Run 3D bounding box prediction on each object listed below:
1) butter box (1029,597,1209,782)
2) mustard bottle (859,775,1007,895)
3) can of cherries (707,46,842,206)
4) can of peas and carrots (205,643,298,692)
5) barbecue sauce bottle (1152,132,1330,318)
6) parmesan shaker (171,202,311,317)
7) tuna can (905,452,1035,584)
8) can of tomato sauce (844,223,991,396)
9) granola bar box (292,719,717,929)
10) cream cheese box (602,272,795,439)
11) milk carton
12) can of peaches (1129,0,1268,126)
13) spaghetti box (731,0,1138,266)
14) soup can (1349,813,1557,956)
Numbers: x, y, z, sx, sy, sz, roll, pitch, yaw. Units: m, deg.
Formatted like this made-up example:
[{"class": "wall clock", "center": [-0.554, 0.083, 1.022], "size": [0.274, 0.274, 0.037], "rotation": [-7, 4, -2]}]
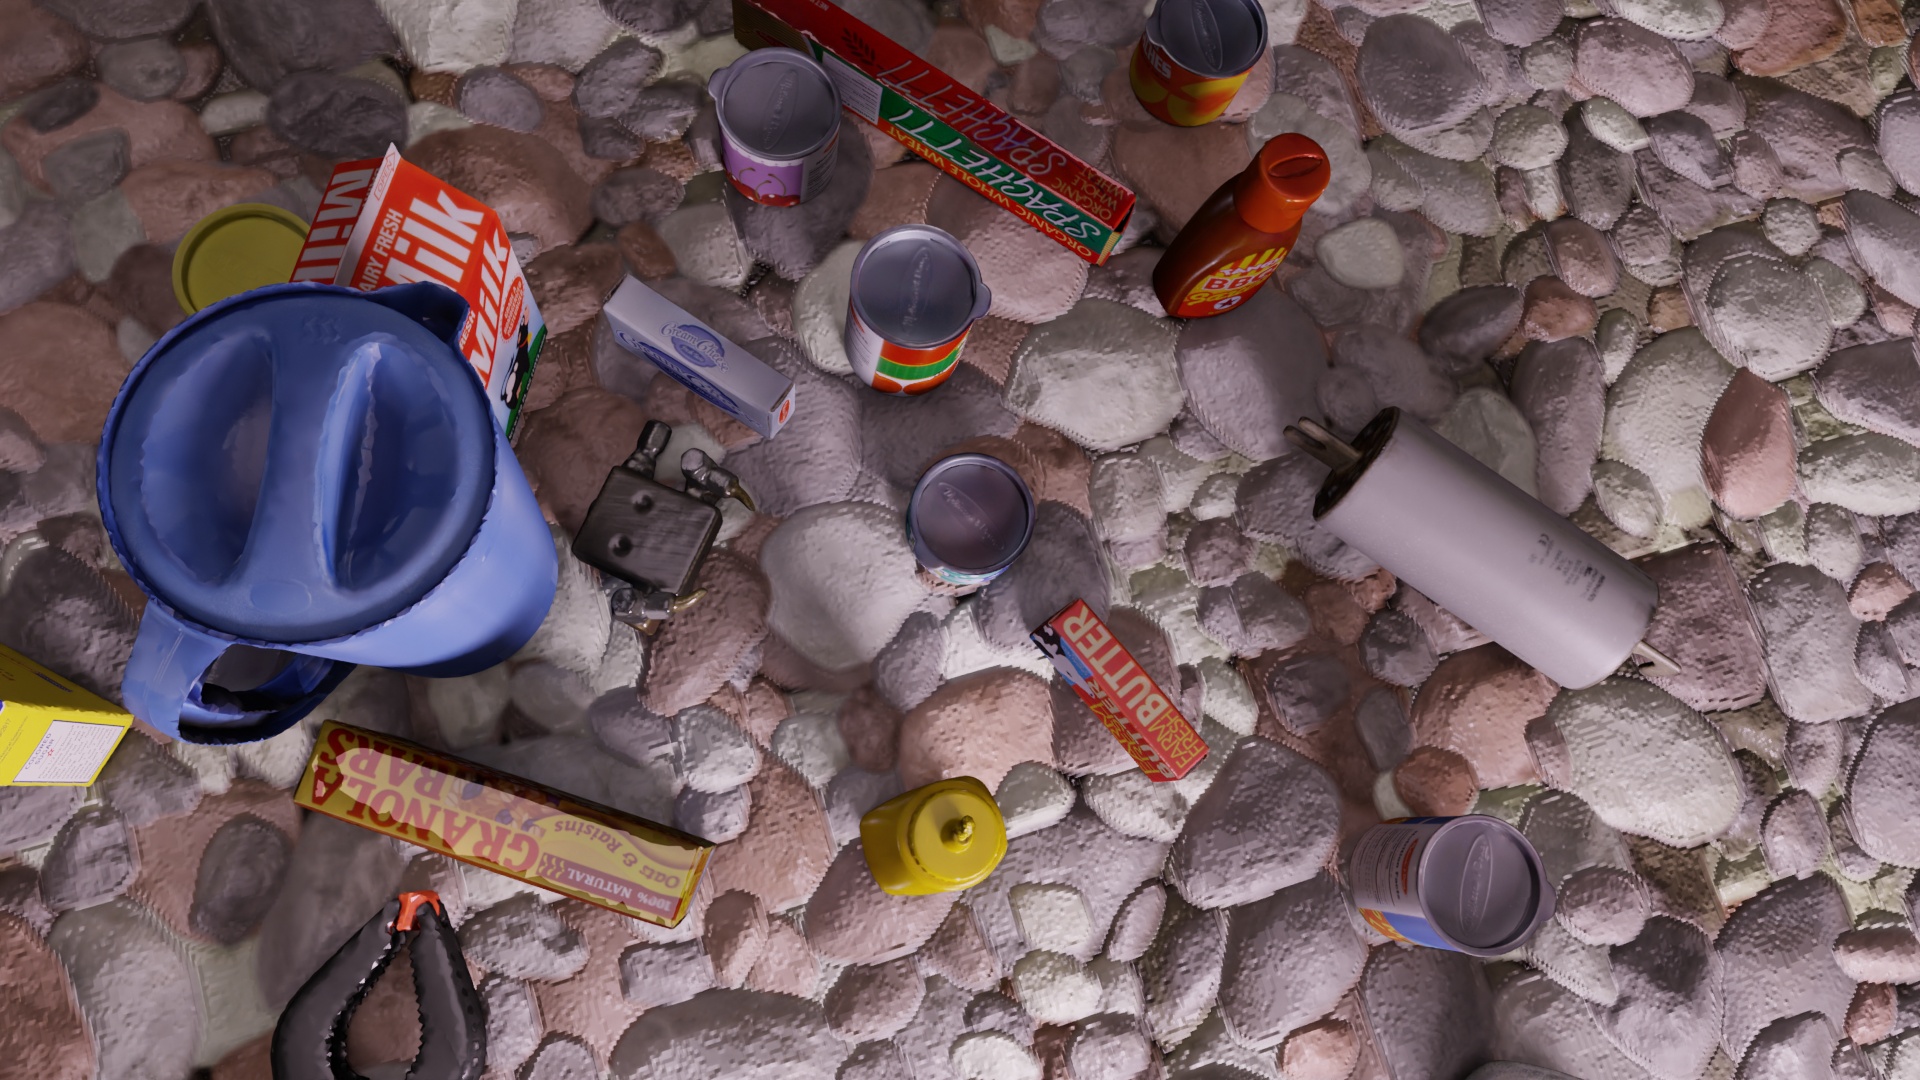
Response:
[{"class": "butter box", "center": [0.081, 0.078, 0.716], "size": [0.024, 0.053, 0.103], "rotation": [-39, 85, -13]}, {"class": "mustard bottle", "center": [-0.010, 0.136, 0.635], "size": [0.065, 0.160, 0.049], "rotation": [-19, 81, -11]}, {"class": "can of cherries", "center": [-0.101, -0.225, 0.756], "size": [0.071, 0.058, 0.071], "rotation": [2, 78, -7]}, {"class": "can of peas and carrots", "center": [-0.342, 0.052, 0.662], "size": [0.071, 0.058, 0.071], "rotation": [2, 78, -7]}, {"class": "barbecue sauce bottle", "center": [0.149, -0.163, 0.729], "size": [0.065, 0.148, 0.044], "rotation": [-16, 81, -10]}, {"class": "parmesan shaker", "center": [-0.329, -0.110, 0.676], "size": [0.071, 0.103, 0.071], "rotation": [2, 78, -7]}, {"class": "tuna can", "center": [0.003, -0.009, 0.735], "size": [0.071, 0.032, 0.071], "rotation": [2, 77, -7]}, {"class": "can of tomato sauce", "center": [-0.025, -0.118, 0.730], "size": [0.071, 0.083, 0.071], "rotation": [2, 78, -7]}, {"class": "granola bar box", "center": [-0.198, 0.130, 0.630], "size": [0.165, 0.124, 0.039], "rotation": [19, 76, -3]}, {"class": "cream cheese box", "center": [-0.135, -0.094, 0.725], "size": [0.104, 0.053, 0.024], "rotation": [33, 76, 0]}, {"class": "milk carton", "center": [-0.250, -0.109, 0.642], "size": [0.073, 0.190, 0.072], "rotation": [15, 77, -4]}, {"class": "can of peaches", "center": [0.133, -0.281, 0.800], "size": [0.071, 0.058, 0.071], "rotation": [2, 78, -7]}, {"class": "spaghetti box", "center": [-0.015, -0.236, 0.774], "size": [0.250, 0.050, 0.029], "rotation": [32, 76, 0]}, {"class": "soup can", "center": [0.246, 0.173, 0.701], "size": [0.071, 0.083, 0.071], "rotation": [2, 78, -7]}]
